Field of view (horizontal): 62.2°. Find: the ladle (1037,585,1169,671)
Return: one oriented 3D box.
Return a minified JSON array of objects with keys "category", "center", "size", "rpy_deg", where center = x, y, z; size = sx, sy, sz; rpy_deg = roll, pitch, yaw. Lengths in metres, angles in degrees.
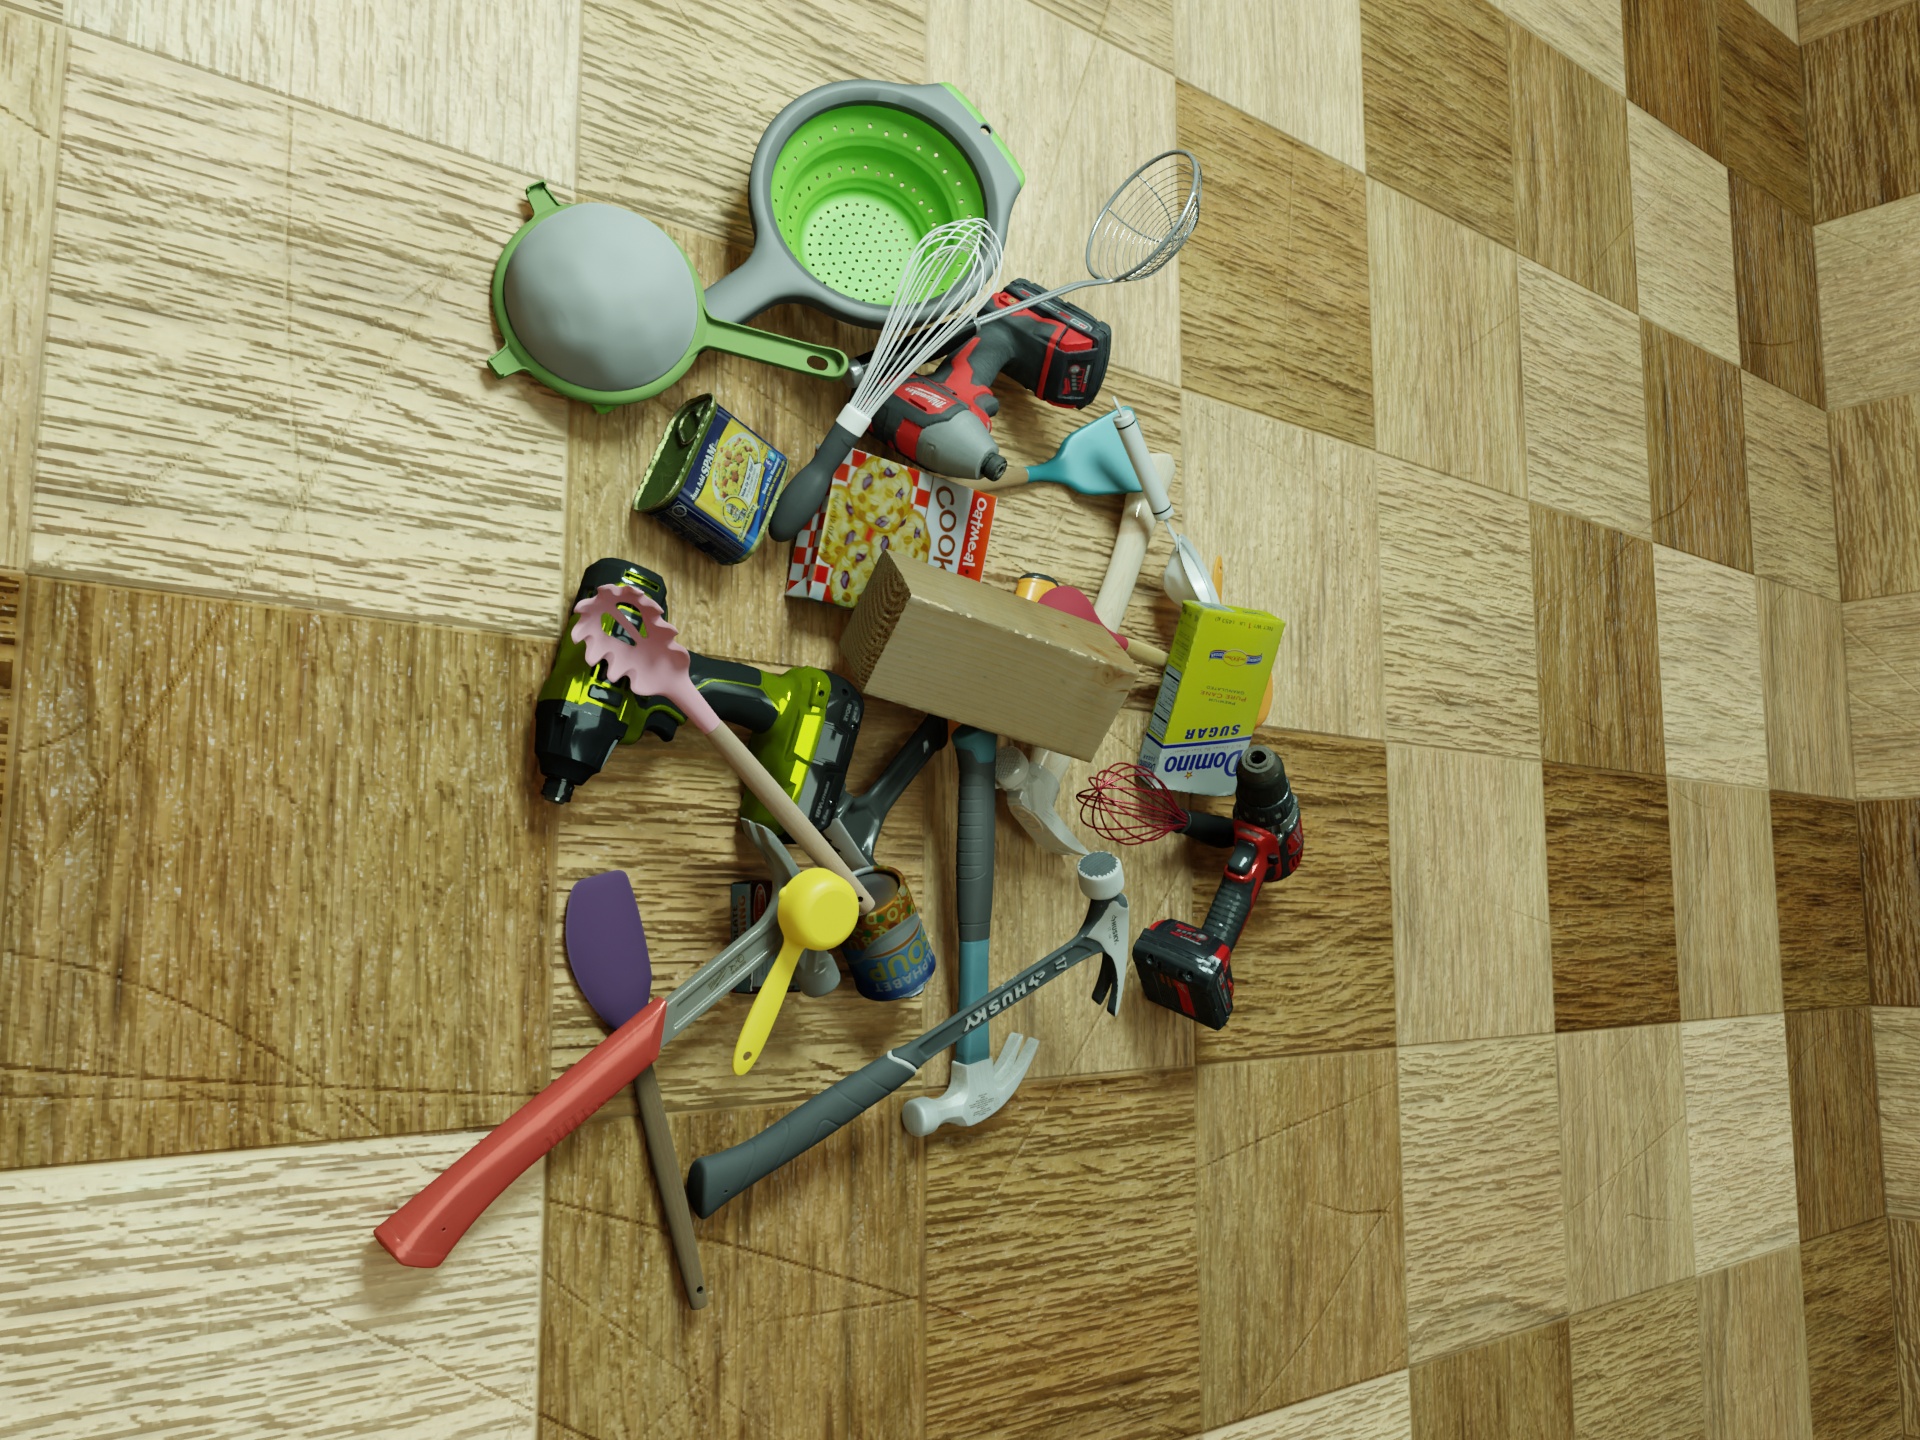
[{"category":"ladle","center":[0.156,-0.062,1.437],"size":[0.315,0.031,0.069],"rpy_deg":[14,82,-56]}]

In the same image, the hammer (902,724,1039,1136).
[{"category":"hammer","center":[0.011,0.164,1.295],"size":[0.128,0.033,0.331],"rpy_deg":[-3,96,-43]}]

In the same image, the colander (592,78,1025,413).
[{"category":"colander","center":[-0.131,-0.344,1.241],"size":[0.397,0.094,0.204],"rpy_deg":[-39,91,-18]}]

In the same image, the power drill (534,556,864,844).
[{"category":"power drill","center":[-0.192,0.004,1.146],"size":[0.223,0.080,0.171],"rpy_deg":[24,74,-33]}]

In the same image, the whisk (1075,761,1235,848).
[{"category":"whisk","center":[0.192,0.089,1.448],"size":[0.295,0.073,0.073],"rpy_deg":[18,72,-55]}]

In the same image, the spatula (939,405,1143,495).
[{"category":"spatula","center":[0.043,-0.217,1.398],"size":[0.317,0.044,0.082],"rpy_deg":[-17,92,-40]}]

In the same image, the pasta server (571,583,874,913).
[{"category":"pasta server","center":[-0.155,0.027,1.104],"size":[0.060,0.040,0.316],"rpy_deg":[-37,114,3]}]

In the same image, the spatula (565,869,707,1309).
[{"category":"spatula","center":[-0.222,0.263,1.120],"size":[0.059,0.018,0.316],"rpy_deg":[-16,94,-39]}]

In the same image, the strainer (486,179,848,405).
[{"category":"strainer","center":[-0.198,-0.291,1.123],"size":[0.256,0.069,0.151],"rpy_deg":[12,77,-16]}]

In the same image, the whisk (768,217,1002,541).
[{"category":"whisk","center":[-0.062,-0.252,1.190],"size":[0.070,0.070,0.284],"rpy_deg":[28,103,-35]}]

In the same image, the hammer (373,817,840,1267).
[{"category":"hammer","center":[-0.236,0.223,1.068],"size":[0.359,0.037,0.149],"rpy_deg":[-38,121,-30]}]

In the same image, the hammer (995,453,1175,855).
[{"category":"hammer","center":[0.132,-0.076,1.454],"size":[0.146,0.038,0.411],"rpy_deg":[50,52,-41]}]

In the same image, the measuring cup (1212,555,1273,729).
[{"category":"measuring cup","center":[0.270,-0.073,1.547],"size":[0.095,0.052,0.173],"rpy_deg":[-7,99,-57]}]

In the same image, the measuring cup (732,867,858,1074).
[{"category":"measuring cup","center":[-0.118,0.180,1.119],"size":[0.062,0.029,0.156],"rpy_deg":[31,78,-38]}]

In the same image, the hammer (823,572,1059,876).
[{"category":"hammer","center":[-0.002,-0.004,1.333],"size":[0.337,0.034,0.127],"rpy_deg":[-53,123,-34]}]

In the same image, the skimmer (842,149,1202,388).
[{"category":"skimmer","center":[0.050,-0.374,1.309],"size":[0.363,0.127,0.090],"rpy_deg":[-27,114,-23]}]

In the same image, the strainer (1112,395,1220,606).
[{"category":"strainer","center":[0.188,-0.186,1.469],"size":[0.087,0.050,0.258],"rpy_deg":[-78,146,-56]}]

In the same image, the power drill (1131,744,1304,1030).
[{"category":"power drill","center":[0.244,0.146,1.444],"size":[0.227,0.080,0.187],"rpy_deg":[-57,150,-23]}]

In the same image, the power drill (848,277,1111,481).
[{"category":"power drill","center":[0.025,-0.278,1.331],"size":[0.143,0.078,0.220],"rpy_deg":[35,51,19]}]

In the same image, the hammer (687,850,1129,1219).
[{"category":"hammer","center":[-0.028,0.254,1.216],"size":[0.409,0.036,0.149],"rpy_deg":[-29,127,-24]}]
